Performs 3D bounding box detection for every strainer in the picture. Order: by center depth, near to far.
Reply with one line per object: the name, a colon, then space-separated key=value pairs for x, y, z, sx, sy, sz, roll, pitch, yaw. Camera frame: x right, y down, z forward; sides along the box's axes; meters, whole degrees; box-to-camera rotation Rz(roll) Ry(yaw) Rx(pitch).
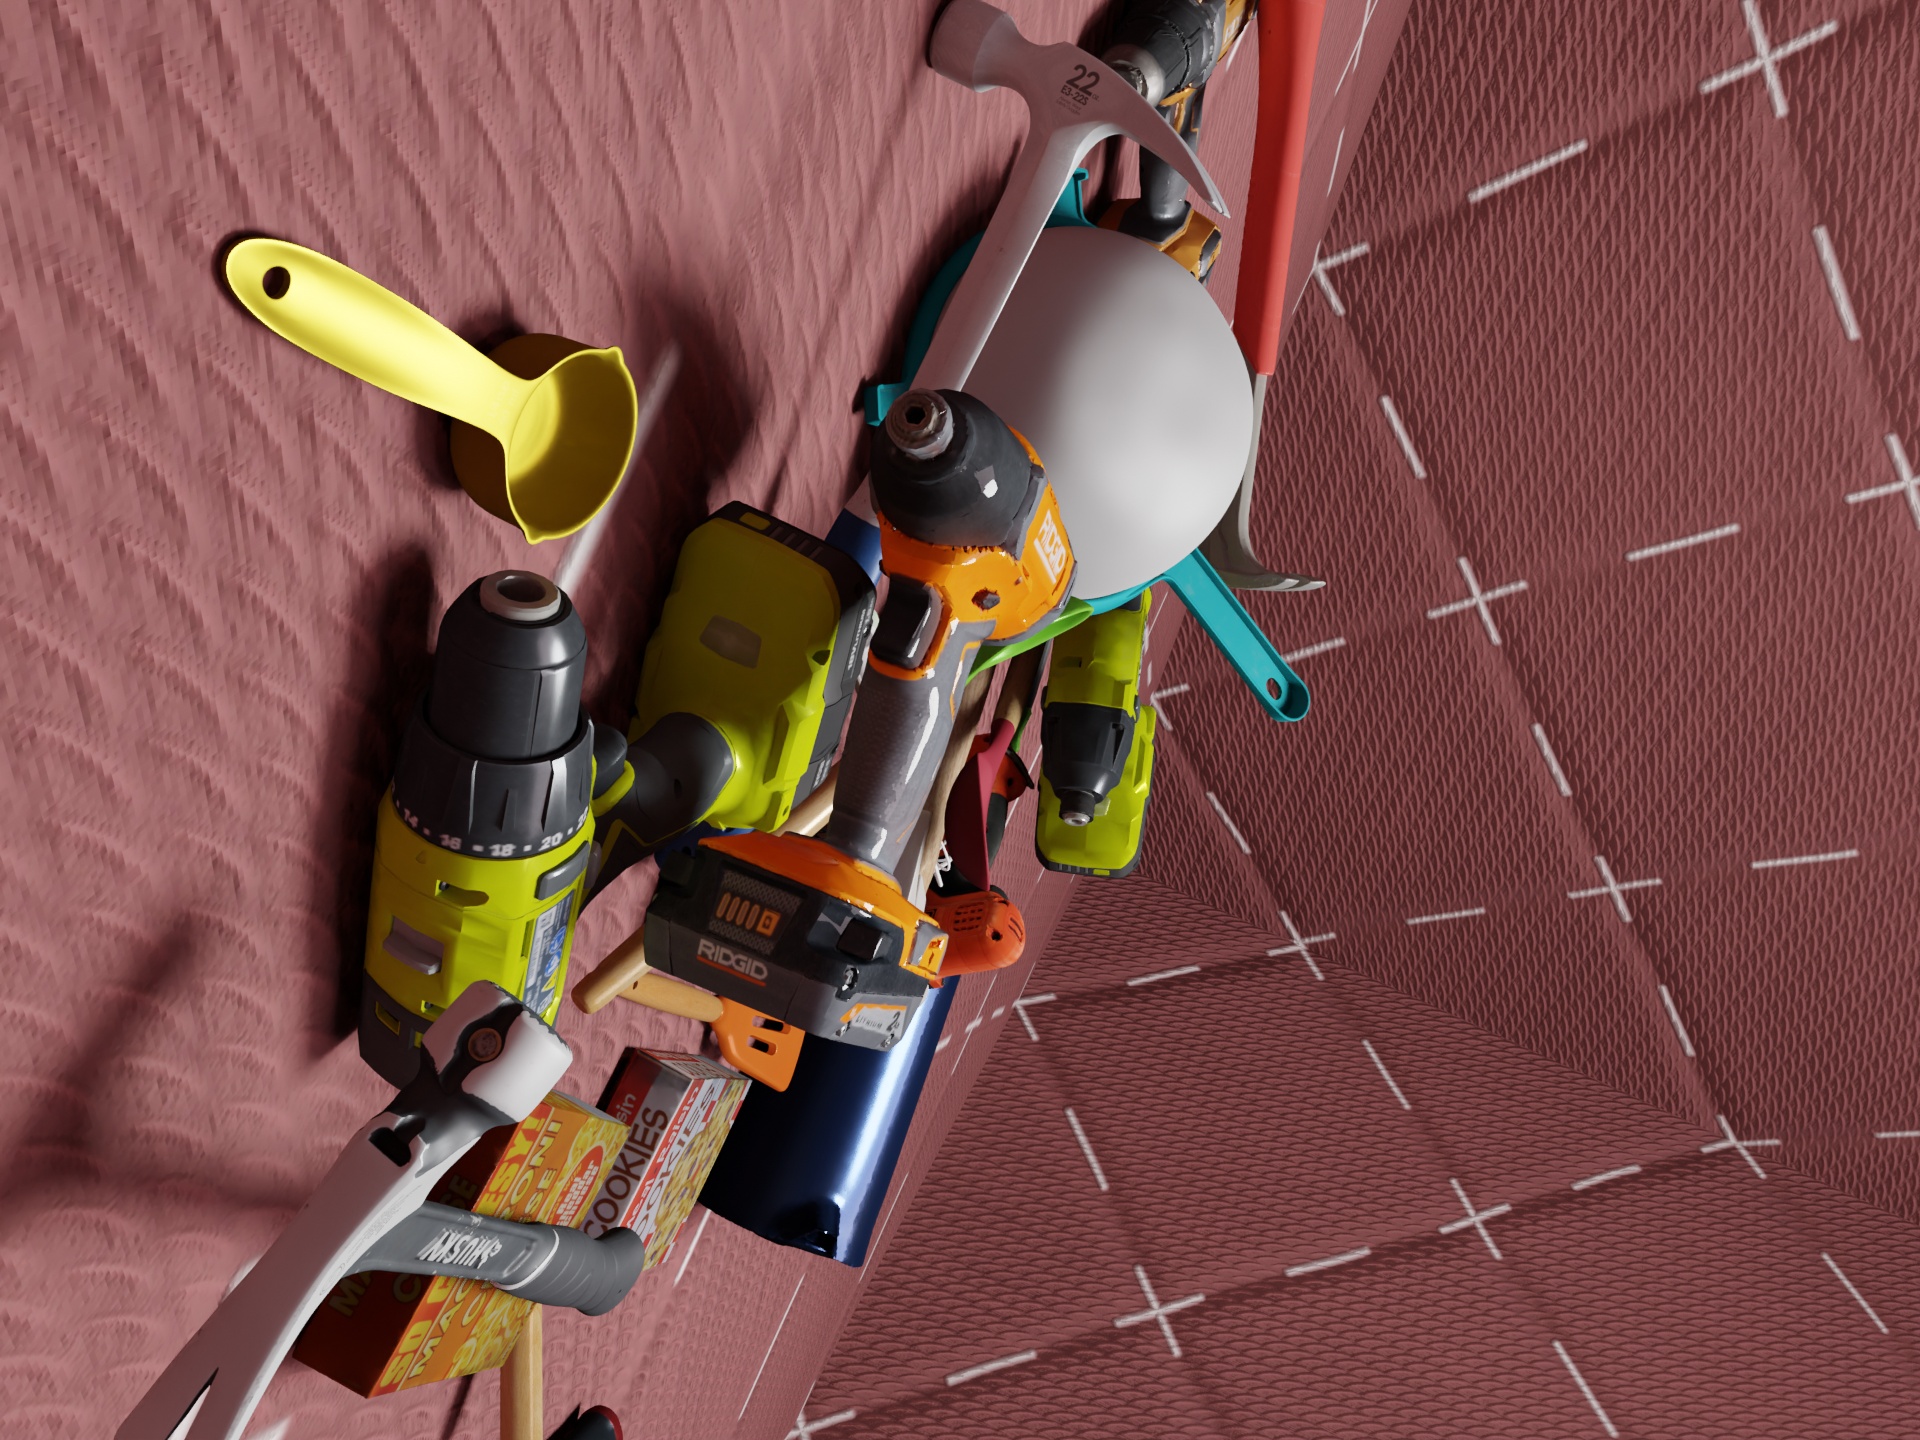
strainer: x=0.118 y=-0.117 z=0.839 sx=0.095 sy=0.340 sz=0.211 roll=1 pitch=-131 yaw=54

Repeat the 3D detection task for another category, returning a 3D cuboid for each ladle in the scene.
ladle: x=0.031 y=-0.011 z=0.944 sx=0.316 sy=0.031 sz=0.069 roll=-70 pitch=160 yaw=-55

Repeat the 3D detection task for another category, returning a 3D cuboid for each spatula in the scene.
spatula: x=-0.140 y=0.164 z=0.909 sx=0.322 sy=0.041 sz=0.081 roll=68 pitch=34 yaw=-74

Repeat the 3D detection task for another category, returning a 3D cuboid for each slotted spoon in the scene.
slotted spoon: x=-0.050 y=0.025 z=0.716 sx=0.314 sy=0.031 sz=0.070 roll=-41 pitch=-176 yaw=-30

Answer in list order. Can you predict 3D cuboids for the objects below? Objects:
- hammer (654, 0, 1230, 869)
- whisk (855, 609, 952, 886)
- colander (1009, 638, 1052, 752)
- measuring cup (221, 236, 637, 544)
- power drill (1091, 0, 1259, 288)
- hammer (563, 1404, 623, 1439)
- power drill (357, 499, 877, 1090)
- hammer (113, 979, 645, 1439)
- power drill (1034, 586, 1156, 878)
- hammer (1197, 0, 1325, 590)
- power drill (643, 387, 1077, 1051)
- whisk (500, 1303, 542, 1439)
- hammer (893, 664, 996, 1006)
hammer: x=-0.031 y=-0.095 z=0.701 sx=0.405 sy=0.144 sz=0.035 roll=-62 pitch=165 yaw=15
whisk: x=-0.038 y=0.019 z=0.958 sx=0.246 sy=0.058 sz=0.059 roll=75 pitch=-5 yaw=-47
colander: x=0.125 y=-0.156 z=1.190 sx=0.204 sy=0.094 sz=0.397 roll=155 pitch=-48 yaw=-85
measuring cup: x=-0.138 y=-0.091 z=0.413 sx=0.062 sy=0.029 sz=0.156 roll=-66 pitch=158 yaw=0
power drill: x=0.118 y=-0.344 z=0.978 sx=0.226 sy=0.084 sz=0.185 roll=97 pitch=19 yaw=-45
hammer: x=-0.284 y=0.490 z=0.917 sx=0.143 sy=0.038 sz=0.386 roll=-64 pitch=170 yaw=-3
power drill: x=-0.118 y=0.006 z=0.567 sx=0.228 sy=0.080 sz=0.190 roll=-46 pitch=159 yaw=-55
hammer: x=-0.170 y=0.203 z=0.591 sx=0.149 sy=0.036 sz=0.408 roll=-51 pitch=168 yaw=-18
power drill: x=0.086 y=0.015 z=1.036 sx=0.223 sy=0.080 sz=0.171 roll=78 pitch=20 yaw=-66
hammer: x=0.186 y=-0.260 z=0.960 sx=0.149 sy=0.036 sz=0.359 roll=-153 pitch=-113 yaw=-62
power drill: x=-0.028 y=-0.004 z=0.570 sx=0.164 sy=0.084 sz=0.226 roll=51 pitch=59 yaw=-71
whisk: x=-0.229 y=0.407 z=0.836 sx=0.047 sy=0.051 sz=0.245 roll=-38 pitch=132 yaw=-73
hammer: x=-0.001 y=-0.003 z=0.935 sx=0.130 sy=0.031 sz=0.332 roll=84 pitch=18 yaw=-55
